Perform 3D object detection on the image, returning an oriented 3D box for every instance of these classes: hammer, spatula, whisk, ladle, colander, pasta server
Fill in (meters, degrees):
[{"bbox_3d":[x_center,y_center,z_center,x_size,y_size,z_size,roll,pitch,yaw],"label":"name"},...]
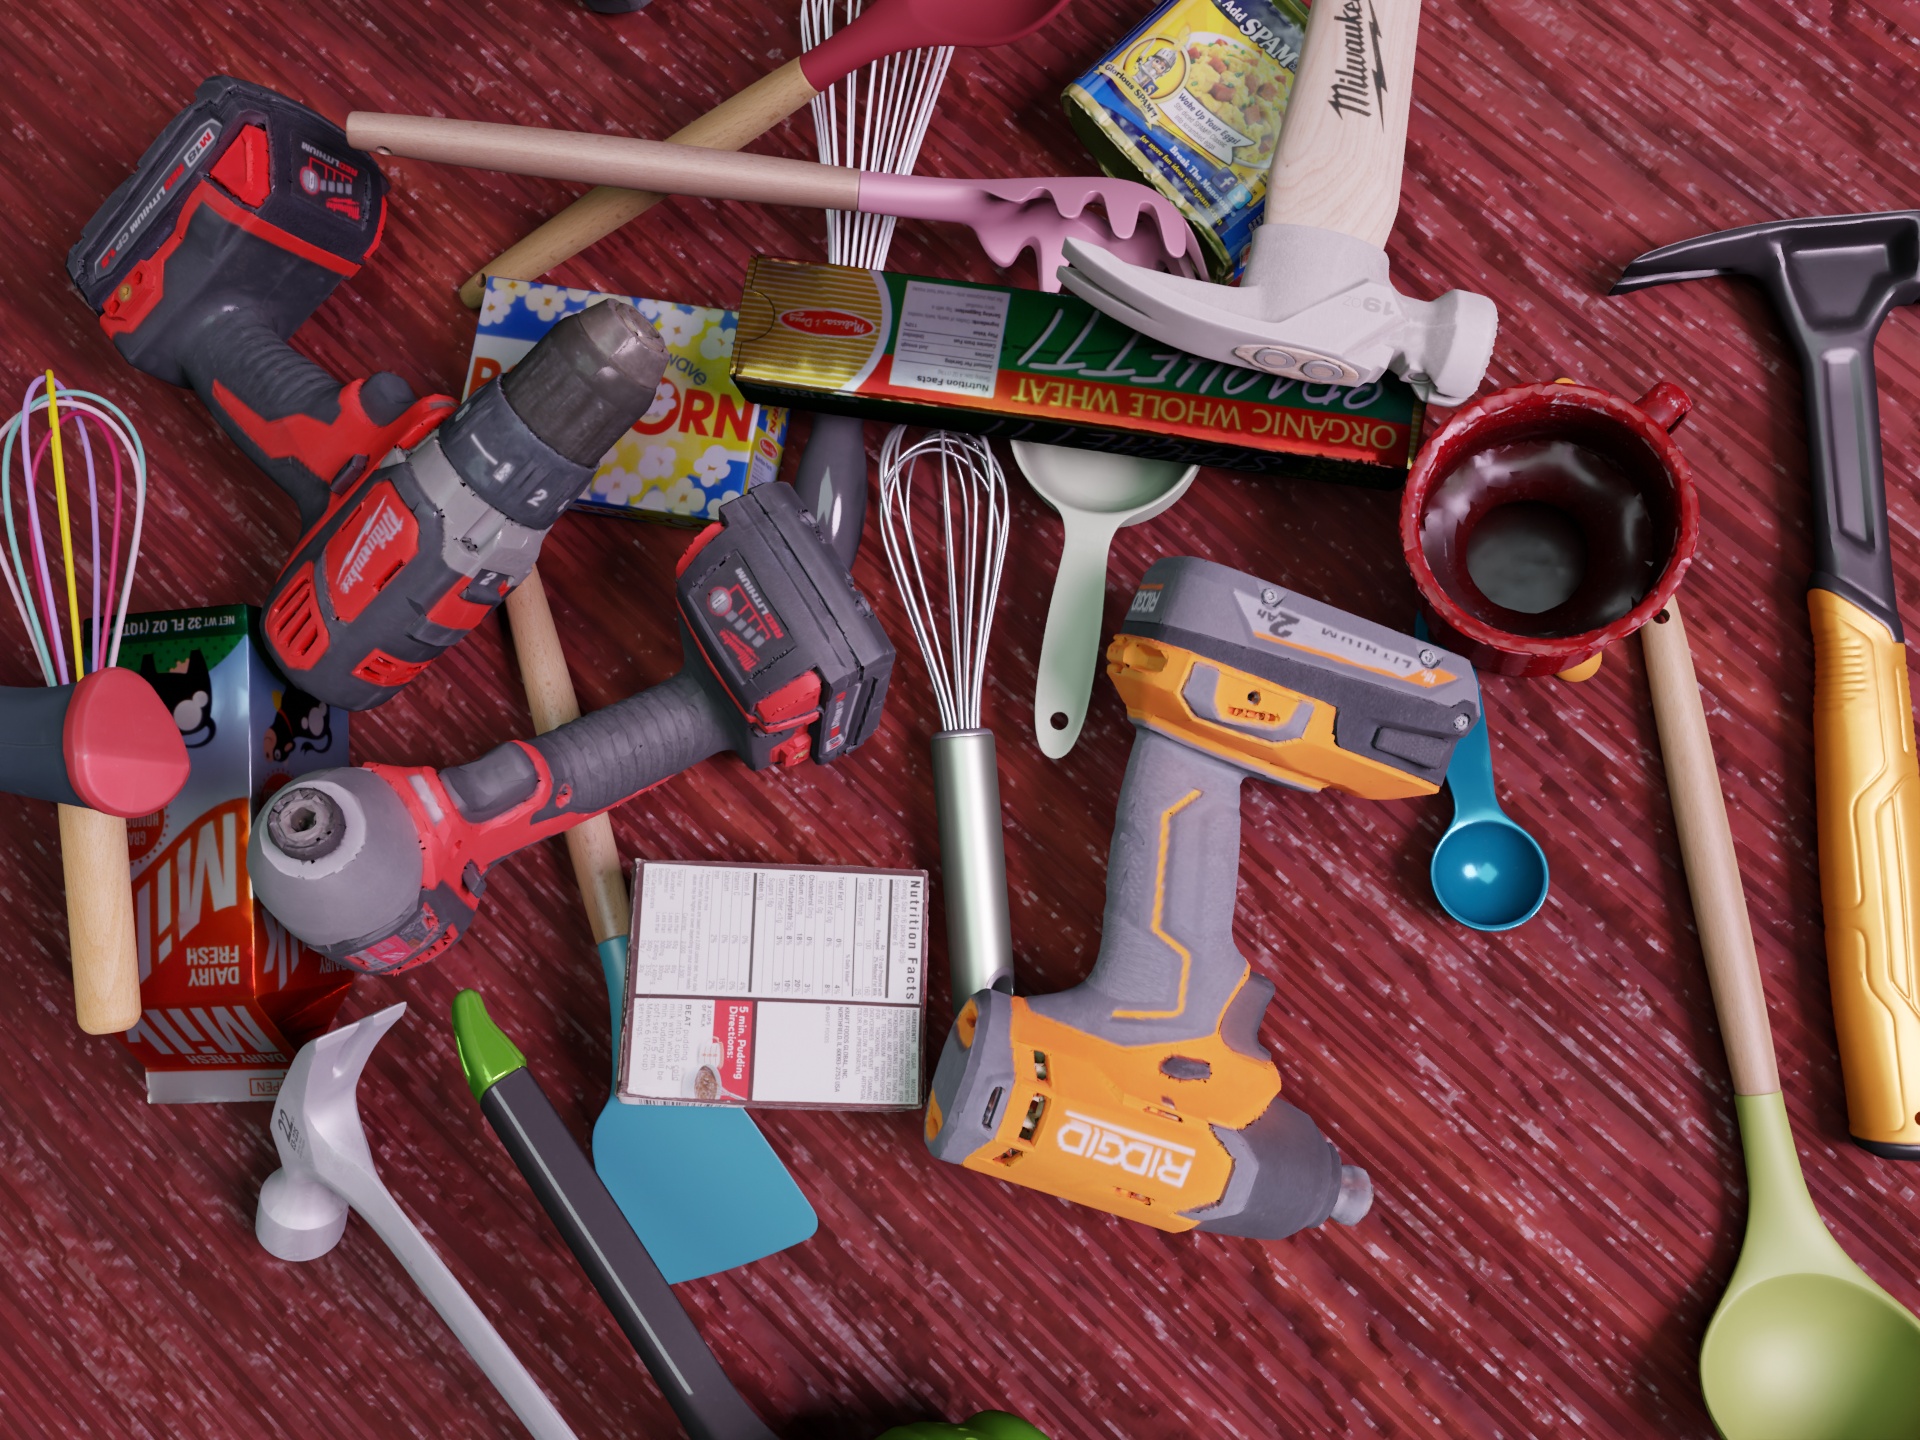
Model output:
[{"bbox_3d":[0.146,-0.319,0.567,0.146,0.038,0.411,13,80,-1],"label":"hammer"},{"bbox_3d":[0.315,-0.015,0.570,0.127,0.034,0.337,-3,84,7],"label":"hammer"},{"bbox_3d":[-0.142,0.064,0.637,0.082,0.044,0.318,-19,78,6],"label":"spatula"},{"bbox_3d":[-0.413,0.010,0.594,0.386,0.038,0.143,8,85,34],"label":"hammer"},{"bbox_3d":[-0.040,-0.191,0.632,0.070,0.070,0.284,7,91,9],"label":"whisk"},{"bbox_3d":[0.275,0.104,0.555,0.078,0.062,0.320,-10,81,16],"label":"ladle"},{"bbox_3d":[-0.038,0.241,0.549,0.094,0.204,0.397,-31,77,-28],"label":"colander"},{"bbox_3d":[-0.065,-0.191,0.583,0.316,0.060,0.040,6,75,-3],"label":"pasta server"},{"bbox_3d":[-0.078,-0.232,0.605,0.315,0.031,0.069,-22,80,26],"label":"ladle"},{"bbox_3d":[-0.324,-0.008,0.589,0.047,0.051,0.245,-7,88,32],"label":"whisk"},{"bbox_3d":[-0.001,-0.002,0.614,0.059,0.057,0.246,-8,86,42],"label":"whisk"},{"bbox_3d":[-0.112,0.261,0.523,0.406,0.035,0.144,41,127,24],"label":"hammer"}]

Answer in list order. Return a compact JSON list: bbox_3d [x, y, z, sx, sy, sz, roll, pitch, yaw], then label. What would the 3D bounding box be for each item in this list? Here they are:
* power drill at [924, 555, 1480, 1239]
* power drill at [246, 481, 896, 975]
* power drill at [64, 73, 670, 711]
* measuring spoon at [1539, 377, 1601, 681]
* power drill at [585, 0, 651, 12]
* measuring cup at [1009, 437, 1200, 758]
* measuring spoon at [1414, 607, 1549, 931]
[{"bbox_3d":[0.099,0.072,0.567,0.164,0.084,0.226,20,92,-8],"label":"power drill"},{"bbox_3d":[-0.137,0.011,0.557,0.219,0.143,0.078,-30,79,-14],"label":"power drill"},{"bbox_3d":[-0.225,-0.141,0.608,0.188,0.080,0.227,-41,71,15],"label":"power drill"},{"bbox_3d":[0.230,-0.073,0.599,0.021,0.011,0.117,-1,85,8],"label":"measuring spoon"},{"bbox_3d":[-0.082,-0.395,0.644,0.228,0.080,0.191,-32,81,1],"label":"power drill"},{"bbox_3d":[0.051,-0.067,0.613,0.083,0.038,0.167,9,88,9],"label":"measuring cup"},{"bbox_3d":[0.188,0.016,0.598,0.042,0.021,0.129,-8,74,5],"label":"measuring spoon"}]
